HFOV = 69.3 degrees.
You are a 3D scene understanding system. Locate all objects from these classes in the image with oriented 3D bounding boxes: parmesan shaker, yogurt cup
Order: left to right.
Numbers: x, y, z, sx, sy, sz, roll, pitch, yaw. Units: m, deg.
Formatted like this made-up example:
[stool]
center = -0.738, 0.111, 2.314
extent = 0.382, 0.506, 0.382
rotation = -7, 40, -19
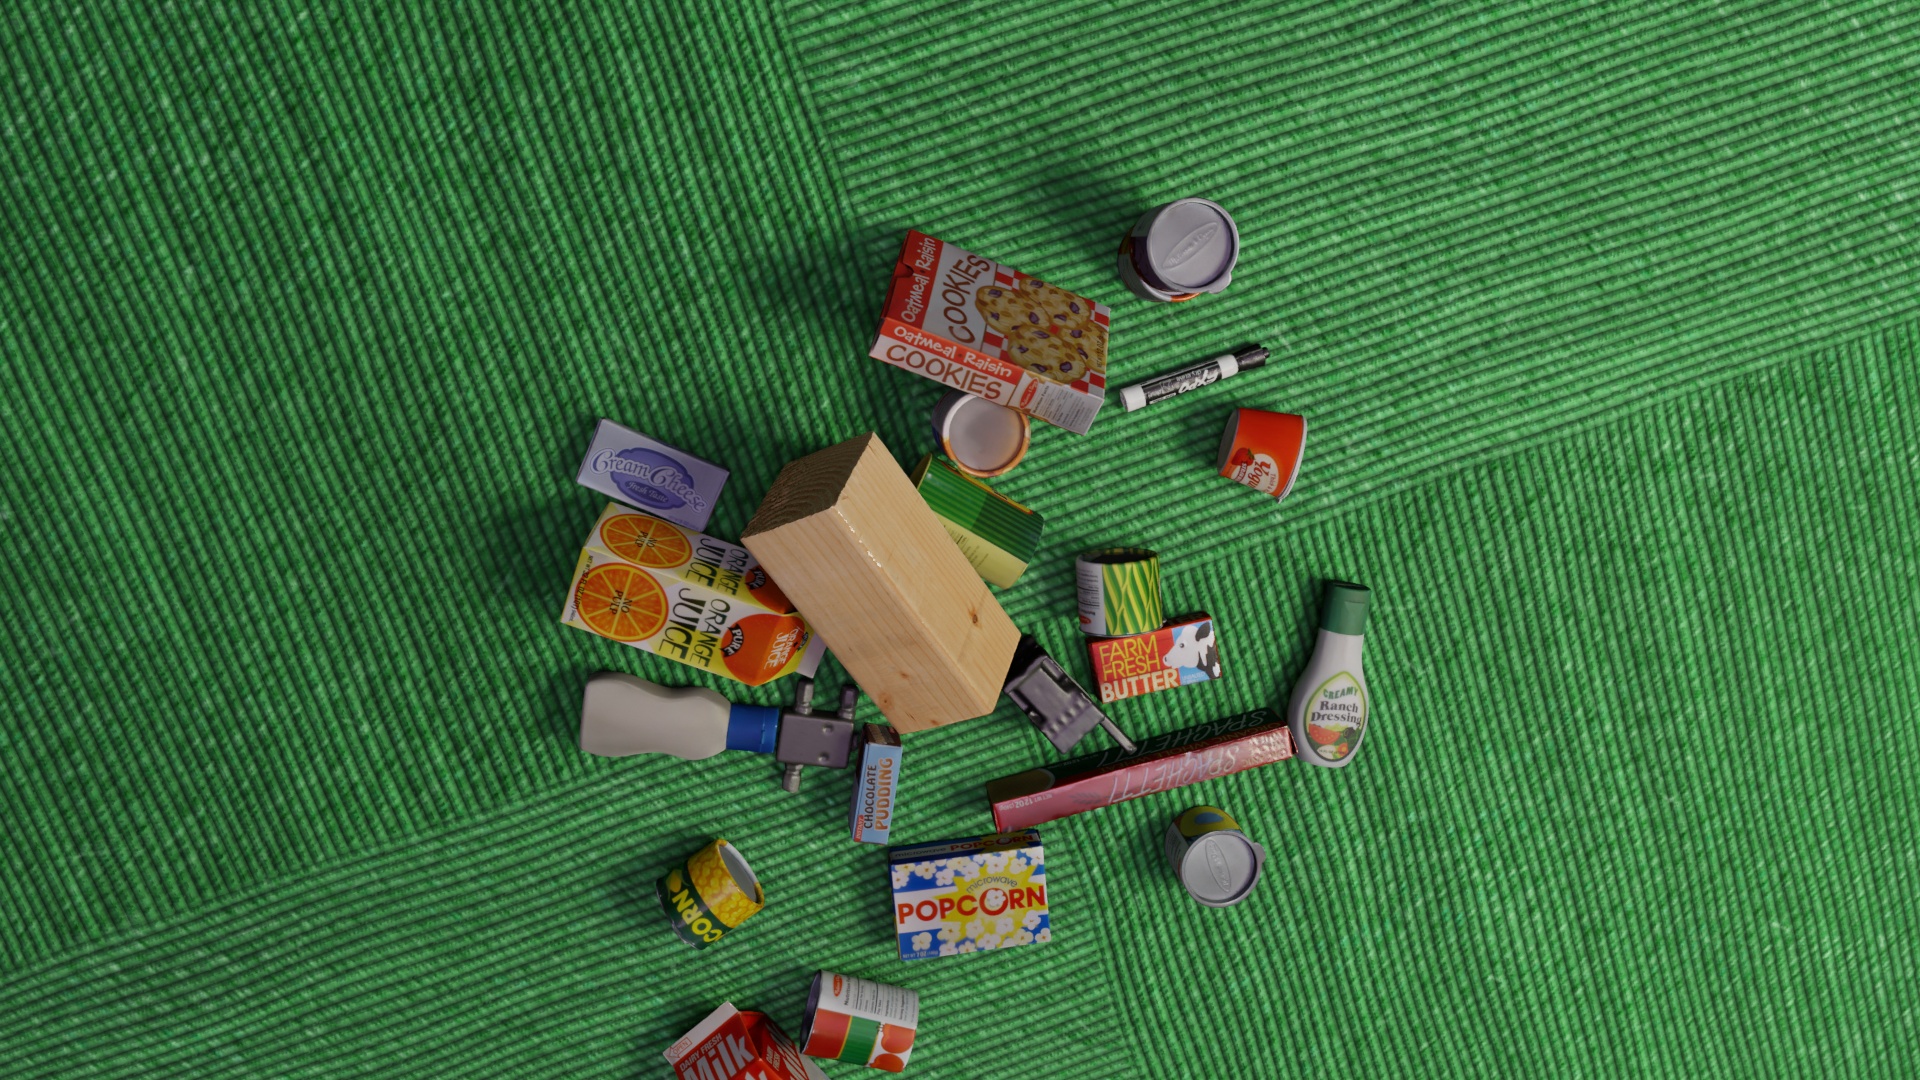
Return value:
[parmesan shaker]
center = 0.004, -0.013, 1.068
extent = 0.103, 0.071, 0.071
rotation = 29, 96, -11
[yogurt cup]
center = 0.234, -0.071, 1.083
extent = 0.054, 0.072, 0.072
rotation = 14, 98, 0

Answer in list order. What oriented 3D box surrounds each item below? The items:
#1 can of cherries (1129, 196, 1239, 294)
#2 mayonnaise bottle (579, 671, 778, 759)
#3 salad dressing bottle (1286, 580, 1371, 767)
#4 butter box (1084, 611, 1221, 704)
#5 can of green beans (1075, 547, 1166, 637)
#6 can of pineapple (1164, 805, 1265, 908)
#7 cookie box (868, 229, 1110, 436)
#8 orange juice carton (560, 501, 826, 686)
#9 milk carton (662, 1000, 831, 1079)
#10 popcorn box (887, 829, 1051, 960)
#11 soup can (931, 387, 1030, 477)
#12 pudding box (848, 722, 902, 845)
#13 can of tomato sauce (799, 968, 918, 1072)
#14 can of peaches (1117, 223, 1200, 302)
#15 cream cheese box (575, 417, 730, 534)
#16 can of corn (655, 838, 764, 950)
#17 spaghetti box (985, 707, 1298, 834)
[can of cherries]
center = 0.160, -0.208, 0.994
extent = 0.071, 0.058, 0.071
rotation = -1, 100, -7
[mayonnaise bottle]
center = -0.218, 0.141, 1.082
extent = 0.148, 0.041, 0.064
rotation = 7, 100, -8
[salad dressing bottle]
center = 0.304, 0.108, 1.130
extent = 0.064, 0.044, 0.147
rotation = 5, 99, -8
[butter box]
center = 0.156, 0.094, 1.121
extent = 0.103, 0.024, 0.053
rotation = -12, 101, -4
[can of green beans]
center = 0.124, 0.040, 1.088
extent = 0.071, 0.071, 0.057
rotation = -5, 100, -5
[can of pineapple]
center = 0.207, 0.258, 1.137
extent = 0.071, 0.058, 0.071
rotation = -1, 100, -6
[cookie box]
center = 0.025, -0.155, 1.016
extent = 0.167, 0.123, 0.040
rotation = 20, 131, -9
[orange juice carton]
center = -0.190, 0.047, 1.042
extent = 0.193, 0.073, 0.071
rotation = 20, 118, -9
[milk carton]
center = -0.151, 0.458, 1.125
extent = 0.072, 0.073, 0.190
rotation = -40, 101, 2
[popcorn box]
center = 0.007, 0.288, 1.131
extent = 0.127, 0.038, 0.085
rotation = -6, 100, -5
[soup can]
center = 0.017, -0.083, 1.047
extent = 0.071, 0.084, 0.071
rotation = -1, 100, -6
[pudding box]
center = -0.068, 0.193, 1.101
extent = 0.030, 0.050, 0.083
rotation = 8, 99, -9
[can of tomato sauce]
center = -0.083, 0.391, 1.125
extent = 0.083, 0.071, 0.071
rotation = 15, 98, -9
[can of peaches]
center = 0.159, -0.215, 1.052
extent = 0.071, 0.058, 0.071
rotation = -1, 100, -5
[cream cheese box]
center = -0.233, -0.050, 1.055
extent = 0.104, 0.024, 0.053
rotation = 23, 96, -9
[can of corn]
center = -0.196, 0.278, 1.091
extent = 0.058, 0.071, 0.071
rotation = -35, 101, 0
[spaghetti box]
center = 0.145, 0.185, 1.123
extent = 0.250, 0.050, 0.028
rotation = -14, 102, -4
